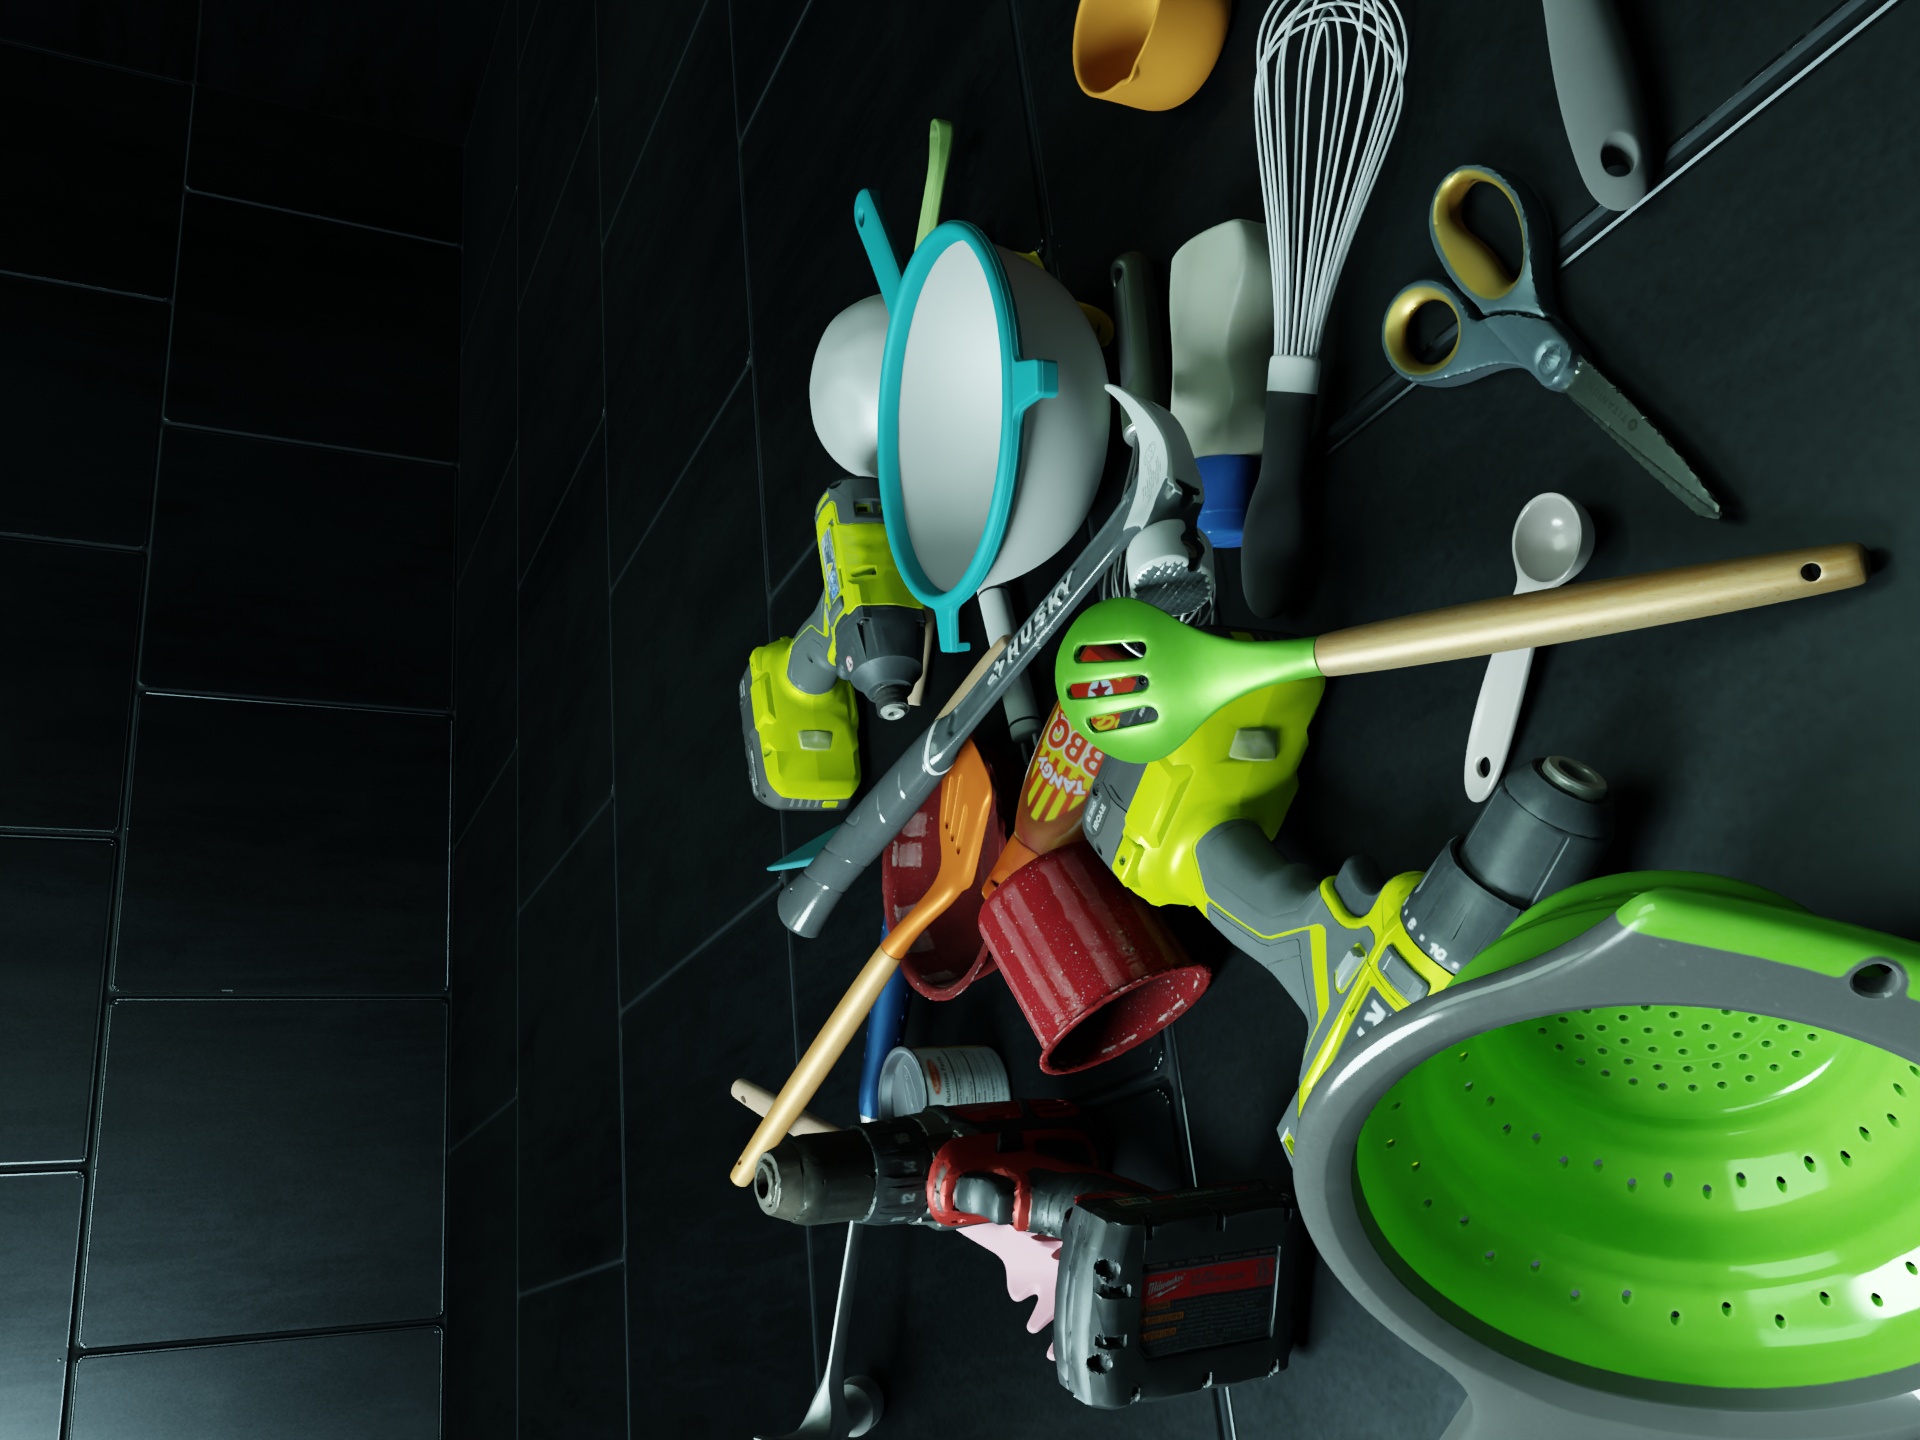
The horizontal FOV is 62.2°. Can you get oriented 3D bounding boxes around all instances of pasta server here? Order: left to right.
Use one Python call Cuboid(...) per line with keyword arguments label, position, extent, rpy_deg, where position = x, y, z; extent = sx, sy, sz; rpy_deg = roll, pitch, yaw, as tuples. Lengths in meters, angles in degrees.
Cuboid(label="pasta server", position=(-0.030, 0.268, 0.897), extent=(0.316, 0.040, 0.060), rpy_deg=(17, 114, 41))

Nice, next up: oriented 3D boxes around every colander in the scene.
Cuboid(label="colander", position=(0.196, 0.172, 0.508), extent=(0.095, 0.204, 0.396), rpy_deg=(-64, -14, -47))

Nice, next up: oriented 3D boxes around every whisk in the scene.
Cuboid(label="whisk", position=(0.096, -0.140, 0.817), extent=(0.057, 0.059, 0.247), rpy_deg=(121, 150, -62))
Cuboid(label="whisk", position=(0.152, -0.186, 0.706), extent=(0.070, 0.070, 0.284), rpy_deg=(-157, 69, -62))
Cuboid(label="whisk", position=(0.226, -0.300, 0.593), extent=(0.055, 0.055, 0.239), rpy_deg=(-28, 66, 59))

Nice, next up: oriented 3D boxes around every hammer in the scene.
Cuboid(label="hammer", position=(-0.057, 0.261, 1.004), extent=(0.144, 0.035, 0.405), rpy_deg=(22, -104, -72))
Cuboid(label="hammer", position=(-0.001, -0.003, 0.826), extent=(0.408, 0.036, 0.149), rpy_deg=(-50, 28, 42))

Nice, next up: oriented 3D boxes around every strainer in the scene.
Cuboid(label="strainer", position=(-0.057, -0.285, 1.098), extent=(0.152, 0.069, 0.256), rpy_deg=(-130, 48, -63))
Cuboid(label="strainer", position=(0.012, -0.214, 0.935), extent=(0.210, 0.095, 0.341), rpy_deg=(109, 152, -43))
Cuboid(label="strainer", position=(0.017, -0.088, 0.974), extent=(0.087, 0.050, 0.259), rpy_deg=(-35, 57, 39))

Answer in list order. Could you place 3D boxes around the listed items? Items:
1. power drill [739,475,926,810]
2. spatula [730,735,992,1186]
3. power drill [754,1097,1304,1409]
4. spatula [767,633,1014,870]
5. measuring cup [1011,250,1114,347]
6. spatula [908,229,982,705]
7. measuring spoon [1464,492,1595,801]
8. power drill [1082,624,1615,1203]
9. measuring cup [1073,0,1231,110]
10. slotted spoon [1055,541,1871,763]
Cuboid(label="power drill", position=(-0.085, -0.035, 1.096), extent=(0.223, 0.080, 0.171), rpy_deg=(124, 142, -52))
Cuboid(label="spatula", position=(-0.059, 0.147, 0.908), extent=(0.322, 0.041, 0.081), rpy_deg=(-57, 29, 19))
Cuboid(label="power drill", position=(0.026, 0.231, 0.740), extent=(0.227, 0.187, 0.080), rpy_deg=(7, 92, 59))
Cuboid(label="spatula", position=(-0.038, 0.027, 1.021), extent=(0.044, 0.082, 0.317), rpy_deg=(52, 142, 12))
Cuboid(label="measuring cup", position=(0.046, -0.245, 0.949), extent=(0.157, 0.029, 0.062), rpy_deg=(-135, 55, -58))
Cuboid(label="spatula", position=(-0.013, -0.167, 1.067), extent=(0.060, 0.018, 0.316), rpy_deg=(-167, 84, -70))
Cuboid(label="measuring spoon", position=(0.215, -0.025, 0.601), extent=(0.034, 0.018, 0.124), rpy_deg=(-132, 45, -57))
Cuboid(label="power drill", position=(0.150, 0.056, 0.643), extent=(0.229, 0.080, 0.190), rpy_deg=(54, 132, 49))
Cuboid(label="measuring cup", position=(0.122, -0.383, 0.802), extent=(0.173, 0.052, 0.095), rpy_deg=(-39, 52, 53))
Cuboid(label="slotted spoon", position=(0.156, -0.030, 0.582), extent=(0.314, 0.031, 0.070), rpy_deg=(-9, 94, 40))
